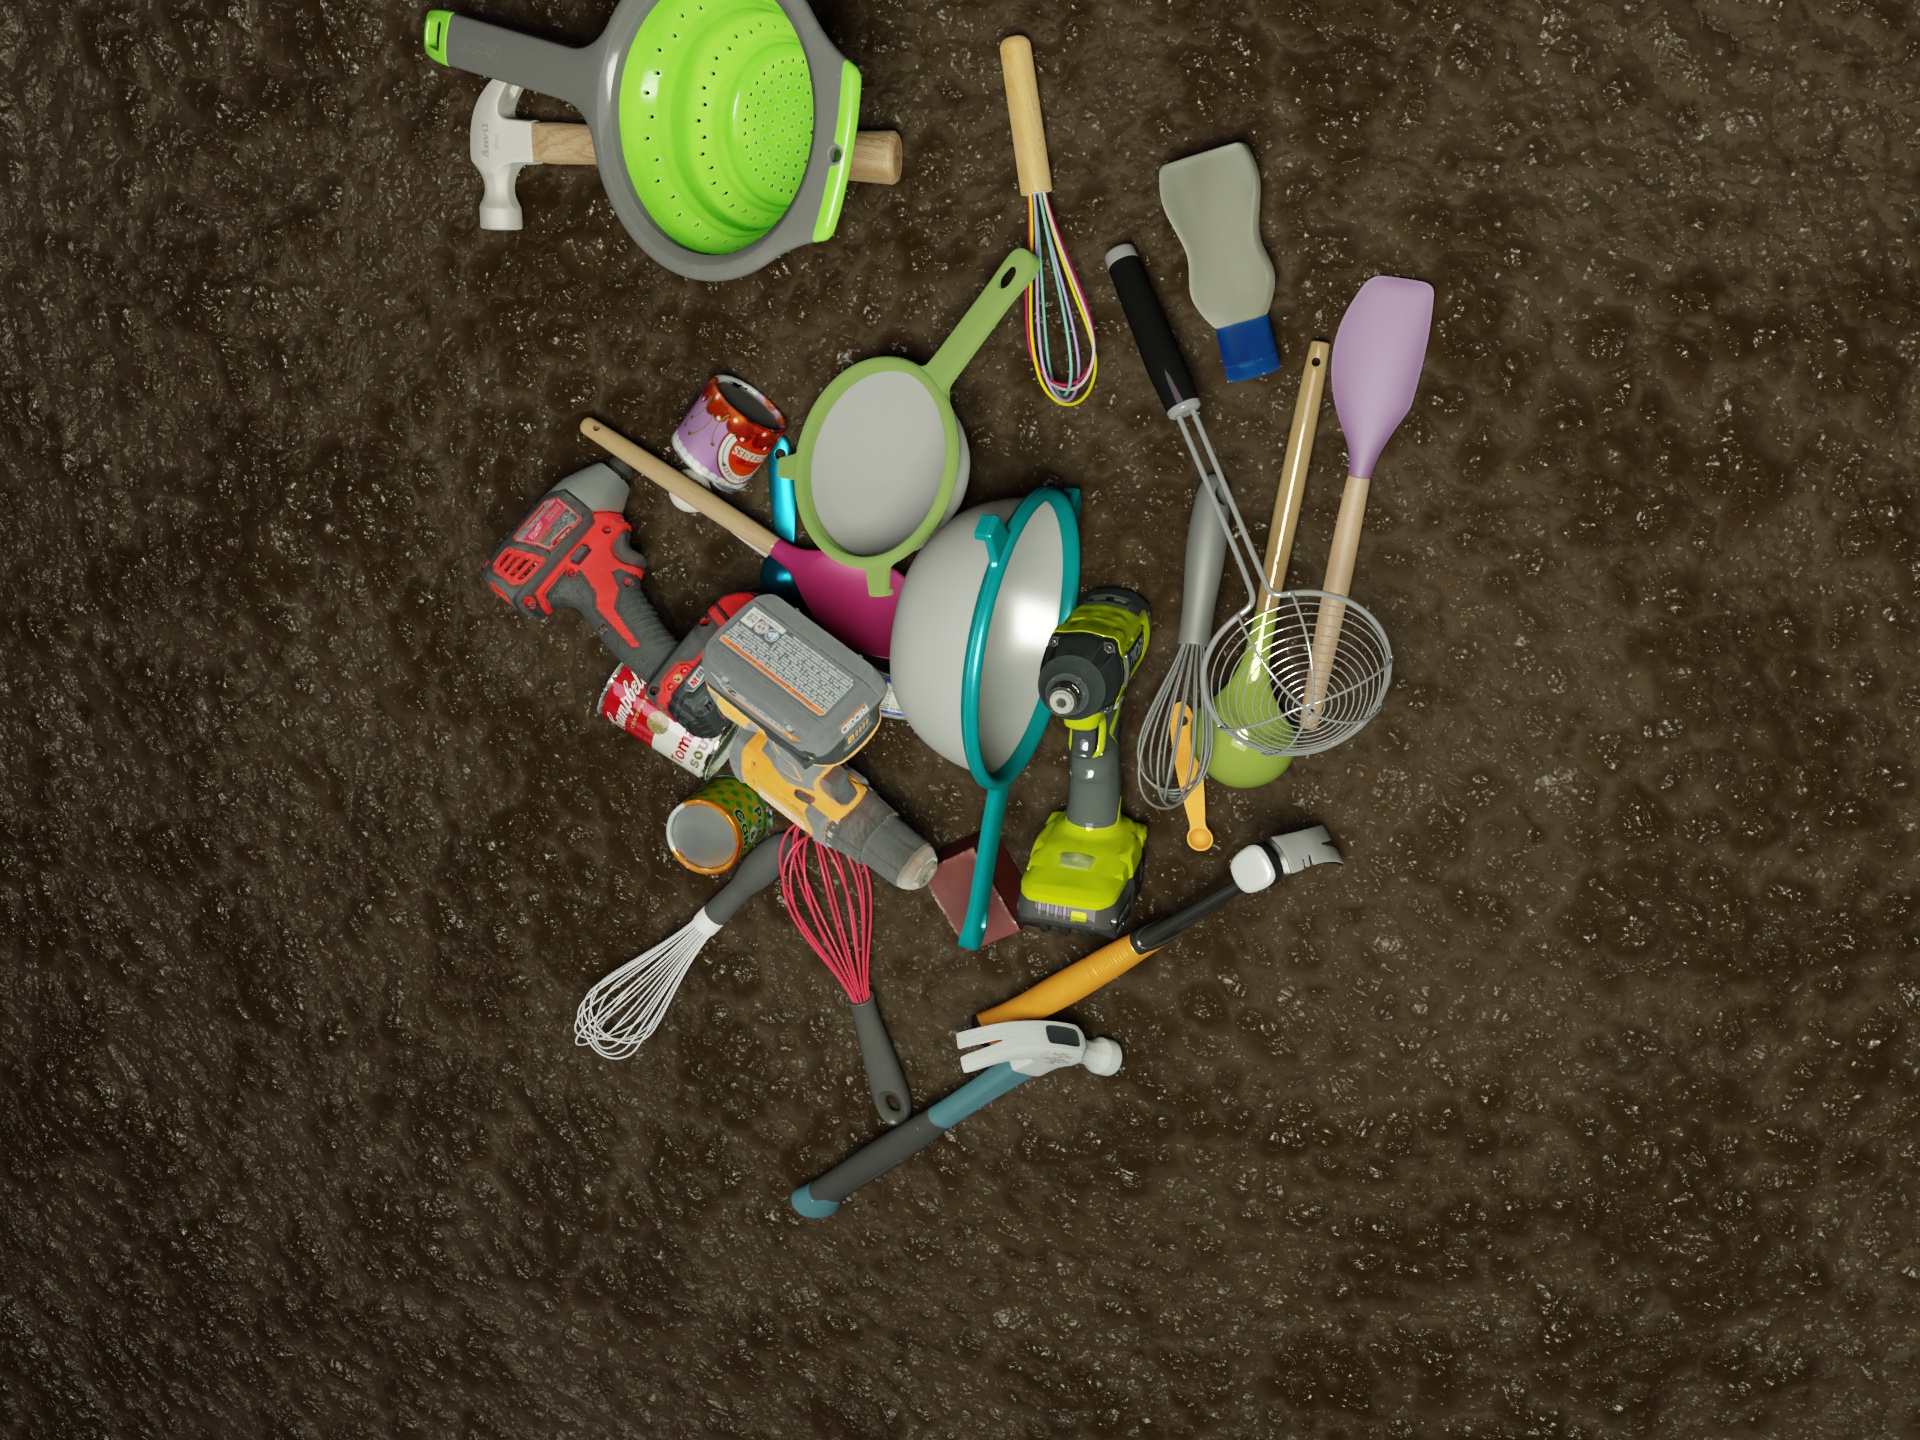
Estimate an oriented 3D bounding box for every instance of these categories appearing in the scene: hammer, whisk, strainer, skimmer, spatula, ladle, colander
[{"bbox_3d":[-0.024,0.336,1.320,0.128,0.033,0.331,23,130,-37],"label":"hammer"},{"bbox_3d":[-0.087,0.212,1.308,0.073,0.073,0.295,-7,112,19],"label":"whisk"},{"bbox_3d":[-0.014,-0.218,1.126,0.256,0.069,0.152,-50,60,22],"label":"strainer"},{"bbox_3d":[0.161,-0.055,1.115,0.055,0.055,0.239,8,89,14],"label":"whisk"},{"bbox_3d":[-0.002,-0.004,1.121,0.095,0.211,0.340,14,108,18],"label":"strainer"},{"bbox_3d":[0.058,-0.339,1.089,0.047,0.051,0.245,-10,102,-2],"label":"whisk"},{"bbox_3d":[0.179,-0.150,1.083,0.127,0.090,0.363,-23,80,15],"label":"skimmer"},{"bbox_3d":[-0.232,0.189,1.349,0.070,0.070,0.284,45,109,-1],"label":"whisk"},{"bbox_3d":[0.267,-0.143,1.097,0.060,0.018,0.315,11,110,14],"label":"spatula"},{"bbox_3d":[-0.202,-0.414,1.144,0.331,0.031,0.130,7,110,14],"label":"hammer"},{"bbox_3d":[0.134,0.172,1.213,0.337,0.127,0.034,-37,72,34],"label":"hammer"},{"bbox_3d":[0.222,-0.104,1.119,0.078,0.062,0.320,13,104,15],"label":"ladle"},{"bbox_3d":[-0.205,-0.427,1.085,0.397,0.094,0.204,26,116,26],"label":"colander"}]

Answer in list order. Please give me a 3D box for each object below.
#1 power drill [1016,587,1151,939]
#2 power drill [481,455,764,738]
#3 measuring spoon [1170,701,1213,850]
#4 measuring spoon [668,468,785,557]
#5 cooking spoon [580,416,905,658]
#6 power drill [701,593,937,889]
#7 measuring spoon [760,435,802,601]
[{"bbox_3d":[0.088,0.035,1.132,0.080,0.171,0.223,7,113,16],"label":"power drill"},{"bbox_3d":[-0.242,-0.099,1.218,0.220,0.078,0.143,37,79,8],"label":"power drill"},{"bbox_3d":[0.174,0.041,1.195,0.021,0.011,0.117,-6,103,19],"label":"measuring spoon"},{"bbox_3d":[-0.175,-0.152,1.231,0.124,0.018,0.034,34,114,3],"label":"measuring spoon"},{"bbox_3d":[-0.160,-0.144,1.201,0.319,0.017,0.069,33,78,10],"label":"cooking spoon"},{"bbox_3d":[-0.096,0.028,1.154,0.185,0.084,0.226,36,157,18],"label":"power drill"},{"bbox_3d":[-0.136,-0.152,1.211,0.042,0.021,0.128,-1,104,3],"label":"measuring spoon"}]
